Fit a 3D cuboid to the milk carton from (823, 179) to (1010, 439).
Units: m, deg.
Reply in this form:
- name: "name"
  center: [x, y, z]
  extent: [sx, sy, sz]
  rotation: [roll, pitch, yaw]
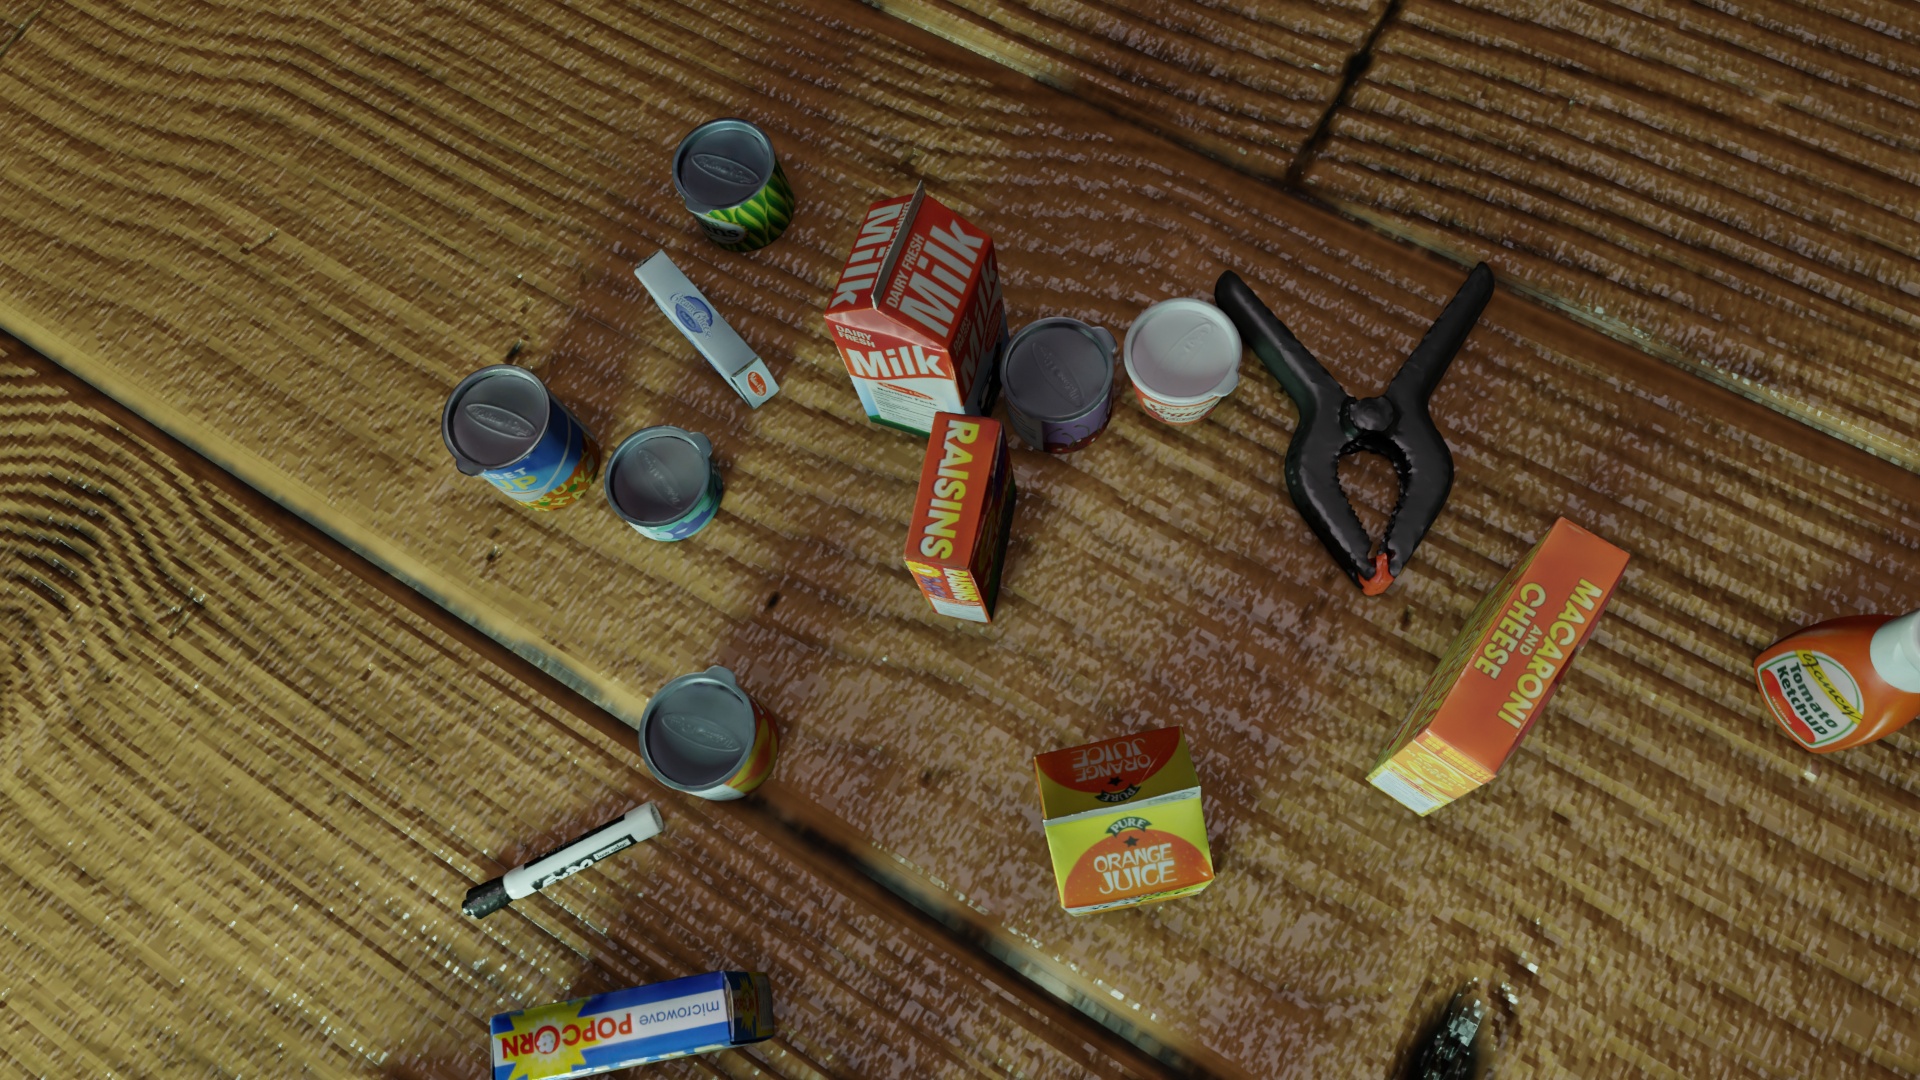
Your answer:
- name: "milk carton"
  center: [-0.022, -0.123, 0.779]
  extent: [0.073, 0.190, 0.072]
  rotation: [17, 76, 12]

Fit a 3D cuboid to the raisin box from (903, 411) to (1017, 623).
- name: "raisin box"
  center: [0.003, -0.010, 0.776]
  extent: [0.040, 0.123, 0.086]
  rotation: [10, 74, 10]

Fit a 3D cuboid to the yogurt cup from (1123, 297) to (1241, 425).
- name: "yogurt cup"
  center: [0.131, -0.103, 0.827]
  extent: [0.072, 0.054, 0.072]
  rotation: [-2, 73, 6]

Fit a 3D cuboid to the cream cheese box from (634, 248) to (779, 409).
- name: "cream cheese box"
  center: [-0.159, -0.131, 0.870]
  extent: [0.024, 0.053, 0.104]
  rotation: [-41, 73, -6]

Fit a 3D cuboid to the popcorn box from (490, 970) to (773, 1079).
- name: "popcorn box"
  center: [-0.170, 0.257, 0.732]
  extent: [0.127, 0.085, 0.038]
  rotation: [-12, 72, 3]

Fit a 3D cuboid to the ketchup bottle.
- name: "ketchup bottle"
  center: [0.452, 0.064, 0.688]
  extent: [0.043, 0.148, 0.065]
  rotation: [-25, 72, -1]

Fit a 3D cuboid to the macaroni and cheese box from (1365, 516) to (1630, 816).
- name: "macaroni and cheese box"
  center: [0.265, 0.070, 0.698]
  extent: [0.040, 0.166, 0.124]
  rotation: [33, 79, 15]

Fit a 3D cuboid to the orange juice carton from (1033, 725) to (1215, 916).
- name: "orange juice carton"
  center: [0.080, 0.140, 0.684]
  extent: [0.072, 0.192, 0.073]
  rotation: [-12, 72, 3]

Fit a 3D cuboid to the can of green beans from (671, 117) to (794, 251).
- name: "can of green beans"
  center: [-0.146, -0.229, 0.897]
  extent: [0.071, 0.057, 0.071]
  rotation: [-2, 73, 6]

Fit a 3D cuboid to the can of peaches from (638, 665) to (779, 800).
- name: "can of peaches"
  center: [-0.140, 0.110, 0.789]
  extent: [0.071, 0.058, 0.071]
  rotation: [-2, 73, 6]

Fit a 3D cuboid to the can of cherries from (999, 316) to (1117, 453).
- name: "can of cherries"
  center: [0.061, -0.092, 0.830]
  extent: [0.071, 0.058, 0.071]
  rotation: [-2, 73, 6]

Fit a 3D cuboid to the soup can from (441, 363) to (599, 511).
- name: "soup can"
  center: [-0.266, -0.058, 0.843]
  extent: [0.071, 0.083, 0.071]
  rotation: [-2, 73, 6]

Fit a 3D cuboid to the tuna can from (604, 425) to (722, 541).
- name: "tuna can"
  center: [-0.179, -0.036, 0.853]
  extent: [0.071, 0.032, 0.071]
  rotation: [-2, 72, 6]
